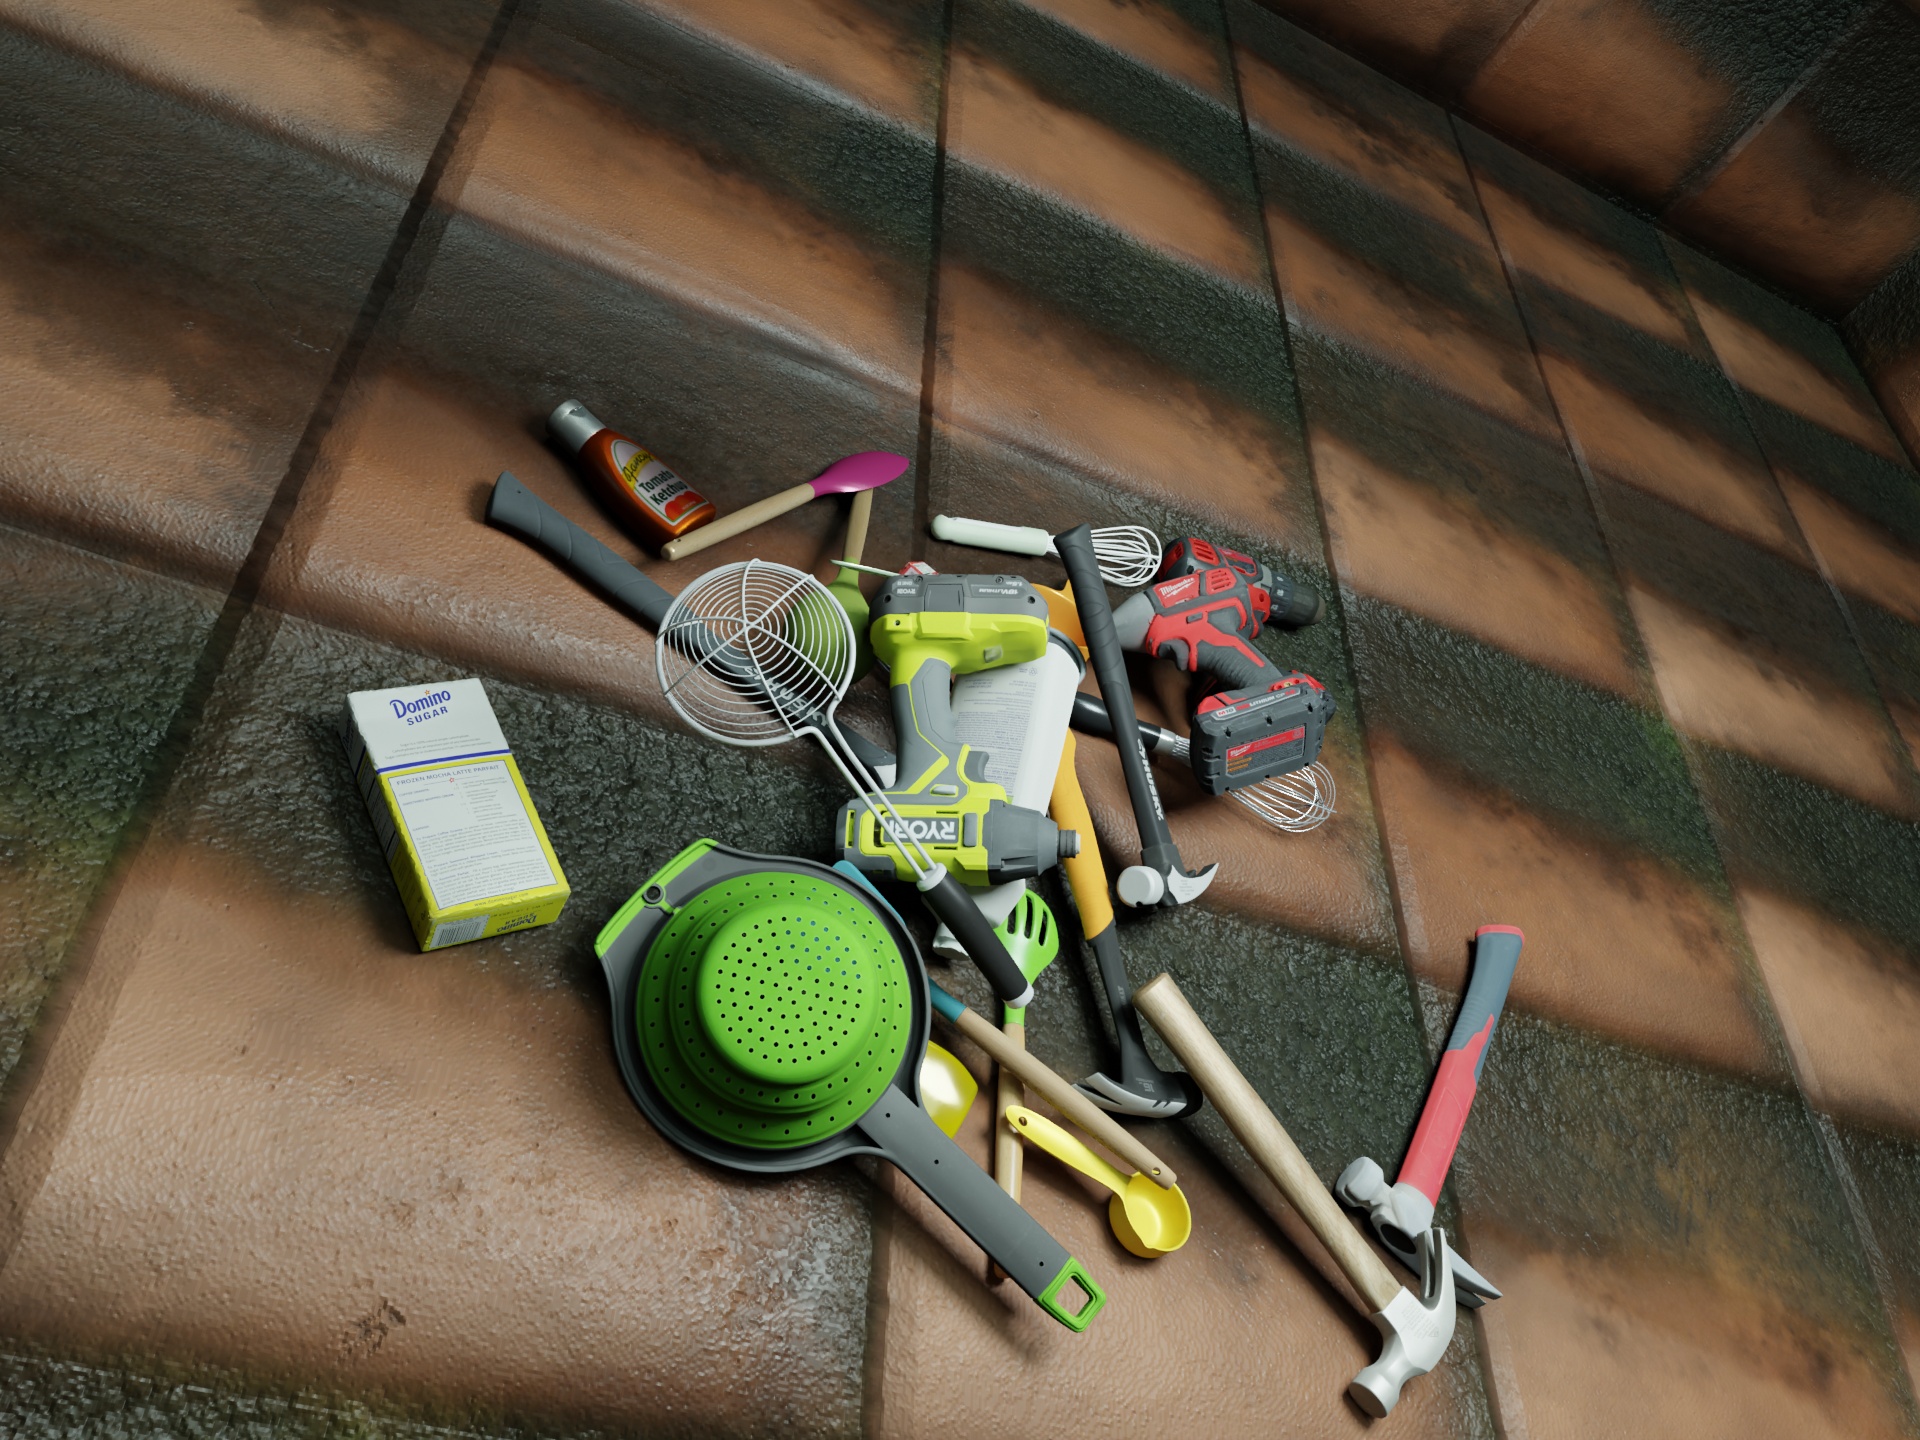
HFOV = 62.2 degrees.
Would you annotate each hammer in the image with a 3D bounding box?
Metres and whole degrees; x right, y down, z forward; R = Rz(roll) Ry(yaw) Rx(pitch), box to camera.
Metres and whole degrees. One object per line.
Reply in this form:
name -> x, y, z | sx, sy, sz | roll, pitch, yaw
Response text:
hammer -> 0.097, 0.140, 1.229 | 0.127, 0.034, 0.337 | 20, 45, -42
hammer -> -0.195, -0.064, 1.236 | 0.409, 0.036, 0.149 | 36, 41, -2
hammer -> 0.432, 0.307, 1.339 | 0.143, 0.038, 0.386 | 42, 43, 2
hammer -> 0.135, -0.008, 1.315 | 0.146, 0.035, 0.335 | 11, 62, -59
hammer -> 0.238, 0.323, 1.152 | 0.130, 0.031, 0.331 | -33, 83, -32

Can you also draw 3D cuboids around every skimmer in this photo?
skimmer -> -0.064, 0.054, 1.069 | 0.127, 0.090, 0.363 | -42, 115, -15

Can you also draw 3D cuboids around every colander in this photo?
colander -> -0.053, 0.230, 0.983 | 0.397, 0.094, 0.204 | 43, 68, 3

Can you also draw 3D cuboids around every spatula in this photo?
spatula -> 0.018, 0.222, 1.100 | 0.317, 0.044, 0.082 | 37, 85, 9

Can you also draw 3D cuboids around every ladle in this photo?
ladle -> -0.095, -0.133, 1.337 | 0.078, 0.062, 0.320 | 21, 31, -12

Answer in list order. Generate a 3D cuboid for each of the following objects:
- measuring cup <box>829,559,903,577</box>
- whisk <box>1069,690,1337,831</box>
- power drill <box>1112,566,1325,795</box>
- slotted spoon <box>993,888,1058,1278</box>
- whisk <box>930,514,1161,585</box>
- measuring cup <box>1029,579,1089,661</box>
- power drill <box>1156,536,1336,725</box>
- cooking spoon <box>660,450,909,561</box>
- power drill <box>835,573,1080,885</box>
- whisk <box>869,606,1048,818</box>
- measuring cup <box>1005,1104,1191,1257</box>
measuring cup -> -0.035, -0.093, 1.265 | 0.167, 0.083, 0.038 | 12, 92, -33
whisk -> 0.209, 0.031, 1.418 | 0.284, 0.070, 0.070 | 22, 45, -10
power drill -> 0.215, -0.044, 1.390 | 0.143, 0.078, 0.220 | -16, 45, -8
slotted spoon -> 0.039, 0.243, 1.138 | 0.070, 0.031, 0.314 | 22, 46, -19
whisk -> 0.085, -0.168, 1.508 | 0.246, 0.059, 0.058 | 6, 13, -25
measuring cup -> 0.085, -0.090, 1.442 | 0.095, 0.052, 0.174 | 33, 28, 1
power drill -> 0.294, -0.074, 1.549 | 0.187, 0.080, 0.227 | 15, 44, -24
cooking spoon -> -0.145, -0.189, 1.357 | 0.069, 0.017, 0.319 | 17, 31, 27
power drill -> 0.003, 0.010, 1.163 | 0.171, 0.080, 0.223 | 1, 68, 5
whisk -> -0.002, -0.004, 1.311 | 0.055, 0.055, 0.239 | -27, 76, -45
measuring cup -> 0.090, 0.317, 1.103 | 0.156, 0.029, 0.062 | 35, 42, -5
